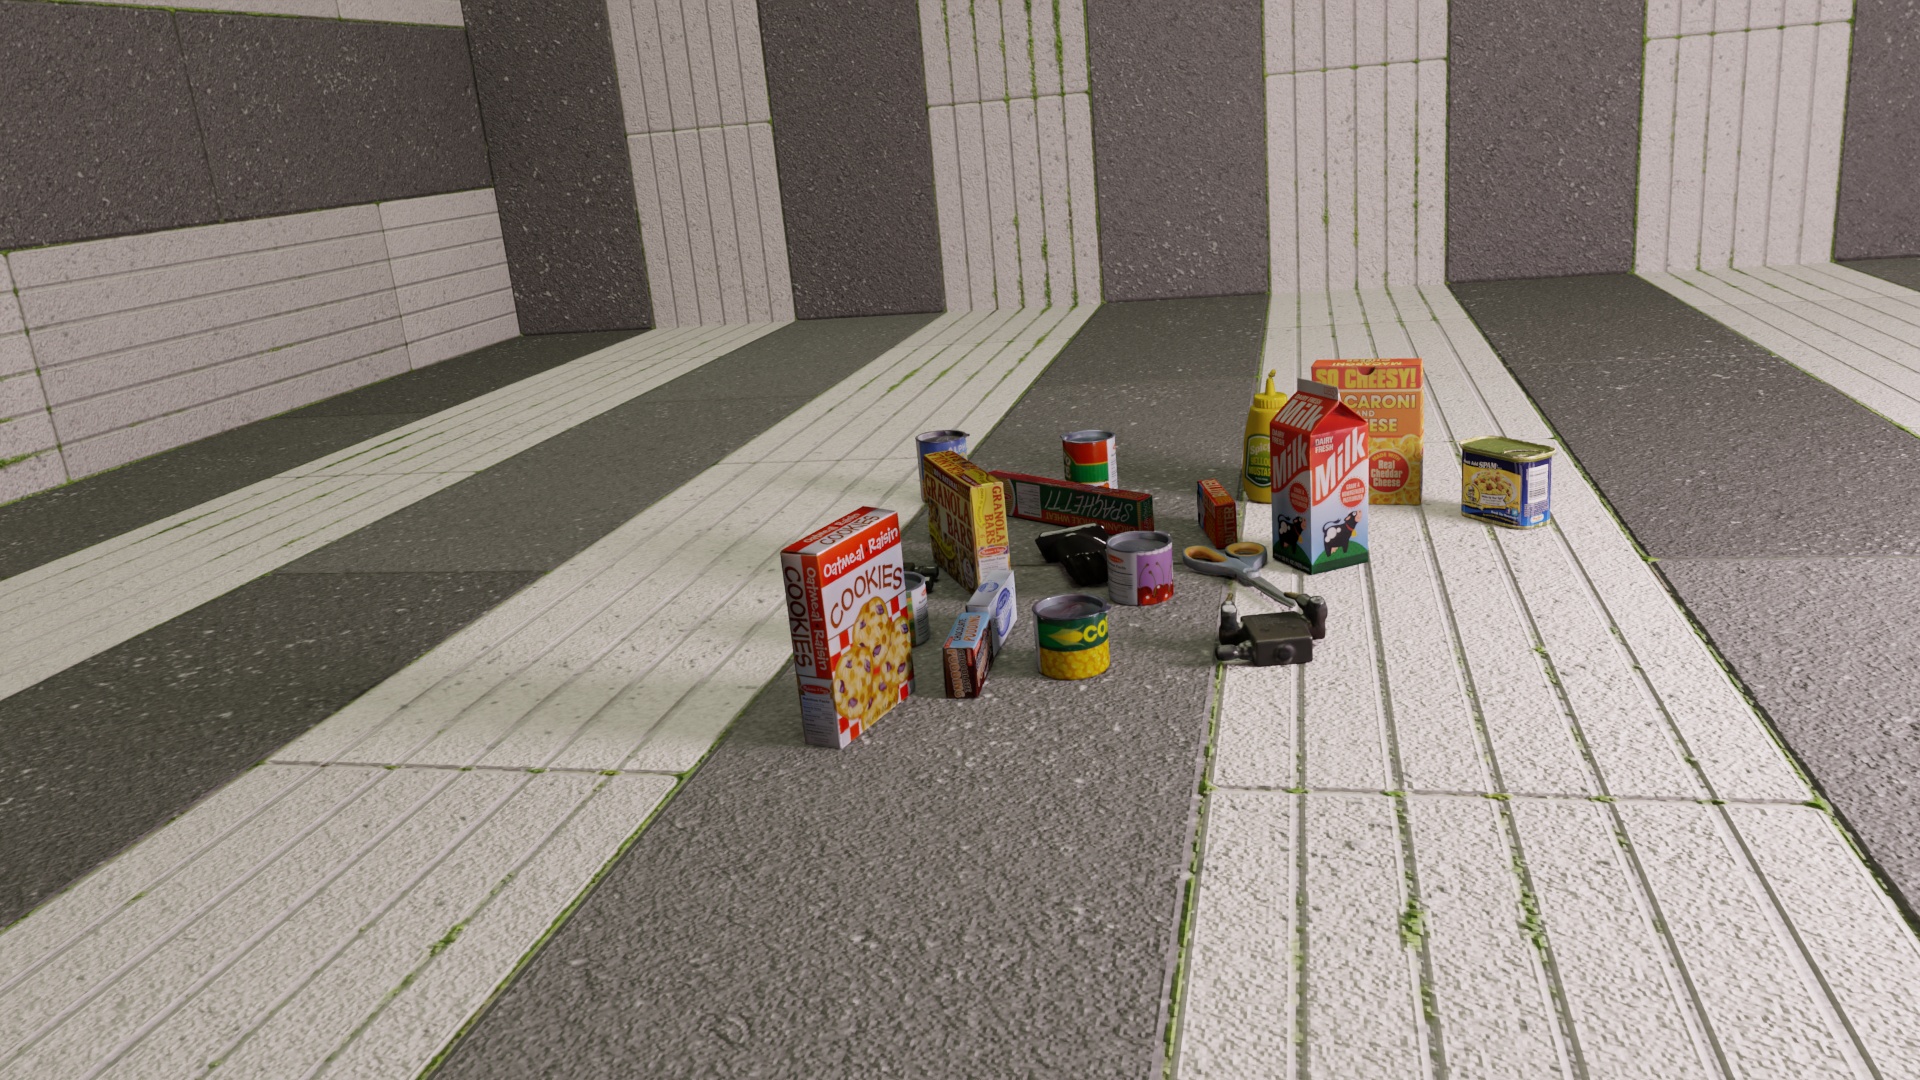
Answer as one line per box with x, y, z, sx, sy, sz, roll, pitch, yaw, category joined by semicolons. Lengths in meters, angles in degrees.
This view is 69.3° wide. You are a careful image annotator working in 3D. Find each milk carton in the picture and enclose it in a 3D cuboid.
0.367;-0.069;1.422;0.073;0.190;0.072;-12;18;-20;milk carton

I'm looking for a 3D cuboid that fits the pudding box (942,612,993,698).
0.007;0.100;1.222;0.030;0.049;0.084;-2;17;12;pudding box

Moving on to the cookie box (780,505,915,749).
-0.091;0.069;1.151;0.040;0.166;0.123;4;19;28;cookie box

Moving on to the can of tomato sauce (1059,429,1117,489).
0.160;-0.091;1.738;0.071;0.082;0.071;-5;17;2;can of tomato sauce

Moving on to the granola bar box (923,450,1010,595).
0.005;-0.019;1.479;0.039;0.123;0.166;-10;18;-16;granola bar box

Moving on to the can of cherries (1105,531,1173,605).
0.182;0.027;1.390;0.071;0.058;0.072;-5;17;2;can of cherries

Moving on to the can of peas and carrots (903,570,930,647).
-0.066;0.067;1.333;0.071;0.058;0.071;-5;17;2;can of peas and carrots

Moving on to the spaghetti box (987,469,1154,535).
0.124;-0.044;1.651;0.250;0.050;0.029;12;24;44;spaghetti box

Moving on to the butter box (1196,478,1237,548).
0.287;-0.031;1.555;0.024;0.053;0.104;-6;17;-1;butter box

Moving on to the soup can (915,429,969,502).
-0.020;-0.096;1.808;0.071;0.083;0.071;-5;17;2;soup can

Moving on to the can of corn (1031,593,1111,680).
0.100;0.085;1.228;0.071;0.058;0.071;-5;17;2;can of corn

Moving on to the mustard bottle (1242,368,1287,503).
0.369;-0.125;1.654;0.065;0.159;0.049;8;21;37;mustard bottle

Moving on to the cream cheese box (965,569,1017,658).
0.030;0.068;1.310;0.024;0.053;0.104;-1;18;15;cream cheese box

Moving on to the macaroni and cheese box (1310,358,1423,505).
0.474;-0.126;1.617;0.124;0.166;0.040;1;18;21;macaroni and cheese box
